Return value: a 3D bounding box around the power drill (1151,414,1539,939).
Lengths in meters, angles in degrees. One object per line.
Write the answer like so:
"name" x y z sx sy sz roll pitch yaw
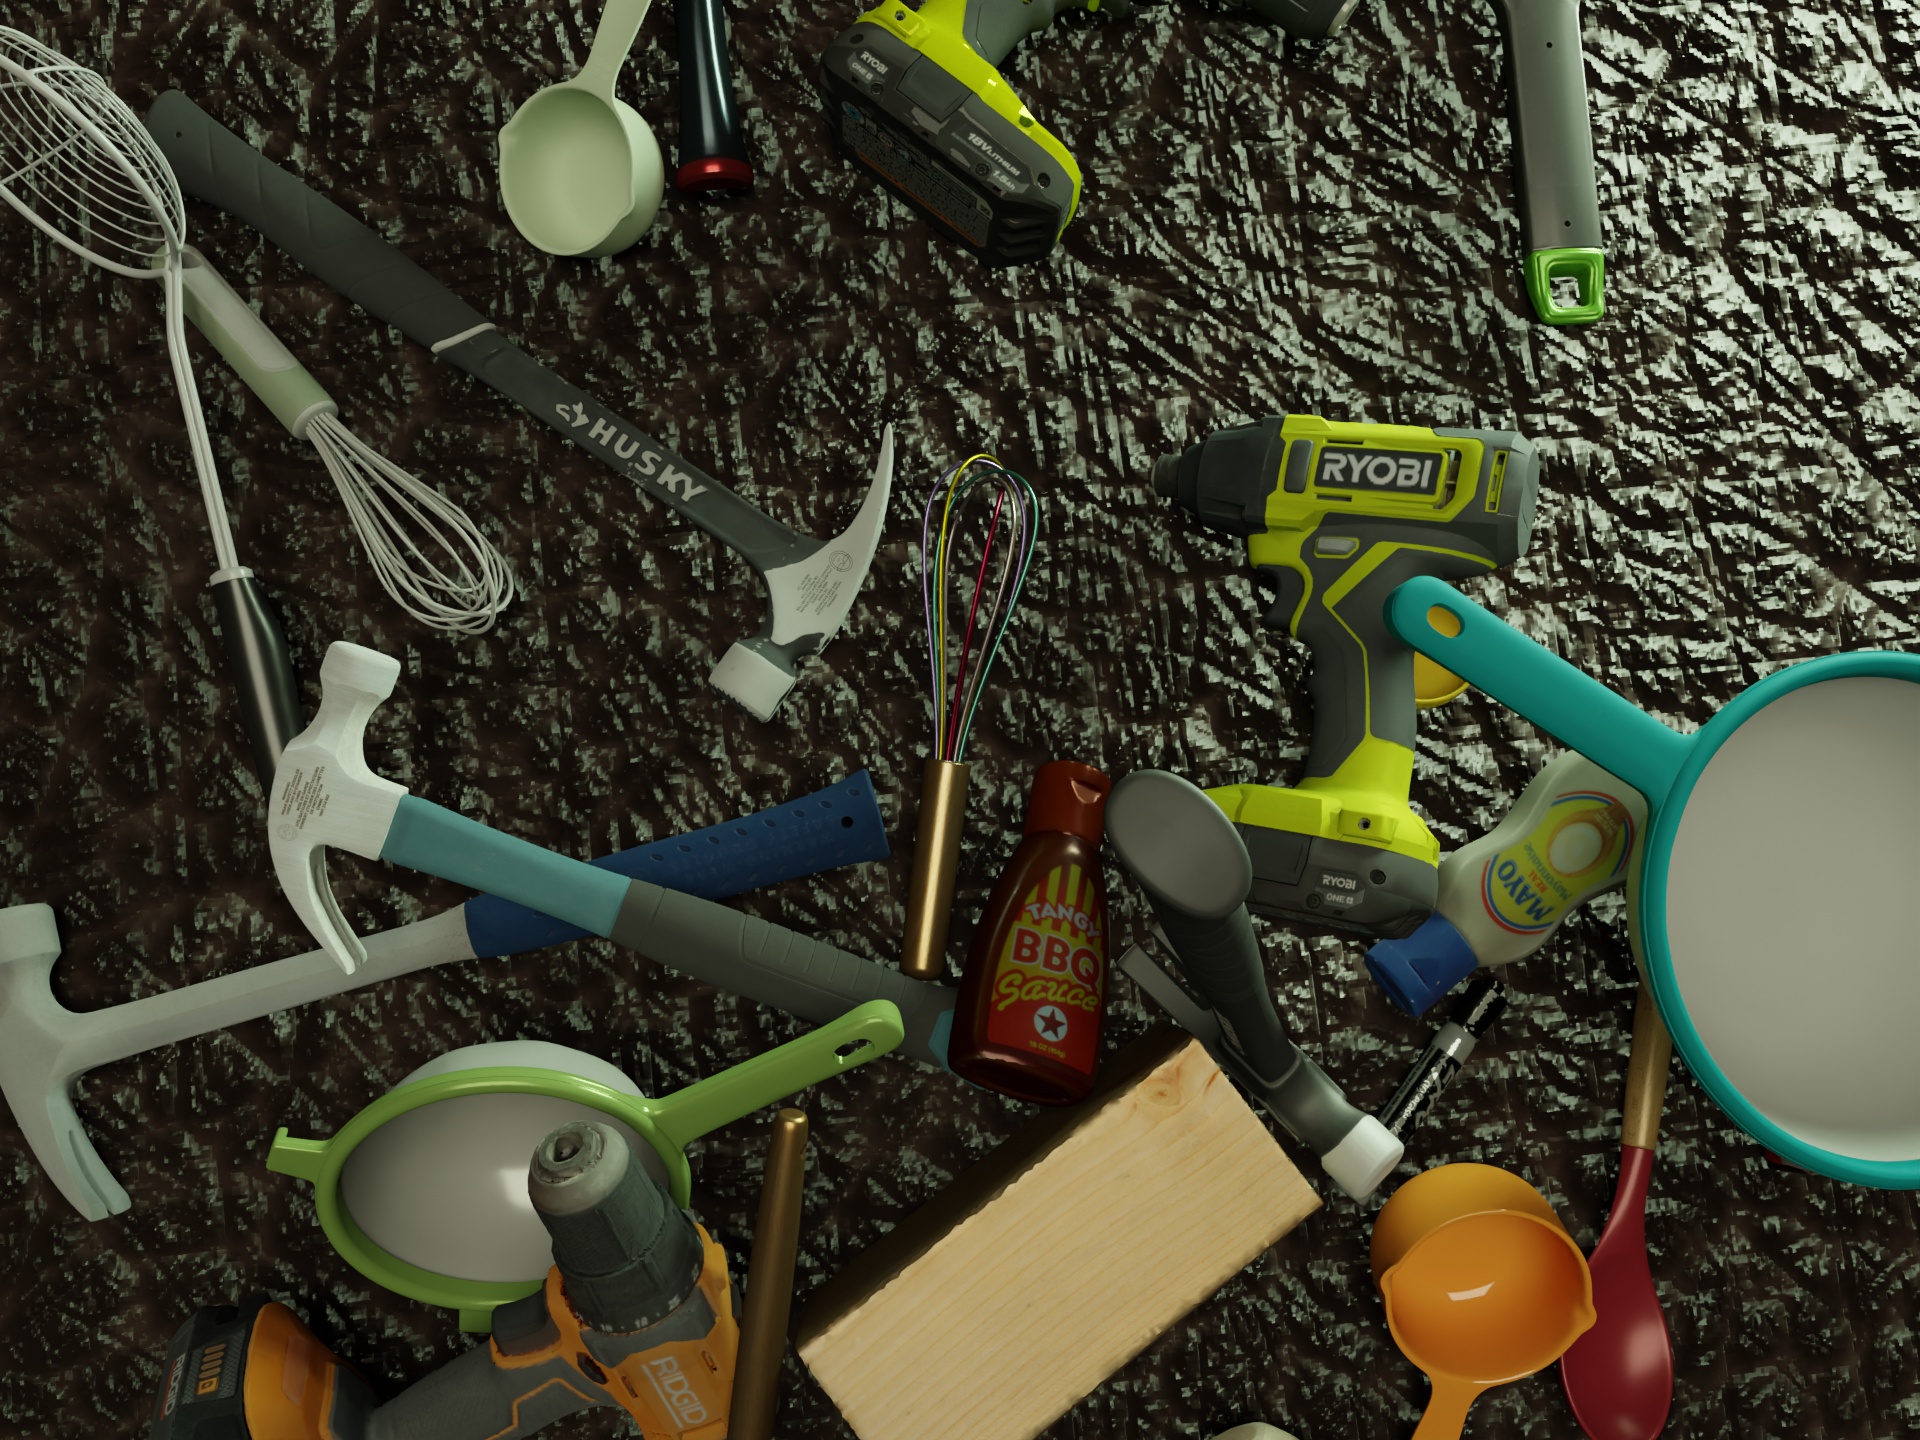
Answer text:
"power drill" 0.151 -0.025 0.712 0.171 0.080 0.223 9 80 26

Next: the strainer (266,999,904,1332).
"strainer" -0.144 0.159 0.675 0.256 0.069 0.151 -25 126 6

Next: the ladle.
"ladle" 0.315 0.170 0.731 0.069 0.031 0.315 16 80 -24

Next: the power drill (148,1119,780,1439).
"power drill" -0.203 0.255 0.643 0.226 0.084 0.185 -17 126 -3

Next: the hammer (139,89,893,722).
"hammer" -0.215 -0.173 0.750 0.409 0.036 0.149 35 83 2

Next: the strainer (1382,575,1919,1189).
"strainer" 0.309 0.046 0.665 0.340 0.095 0.211 33 82 -1

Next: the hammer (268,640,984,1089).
"hammer" -0.134 0.085 0.688 0.331 0.033 0.128 22 90 -8

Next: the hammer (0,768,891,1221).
"hammer" -0.230 0.104 0.719 0.405 0.035 0.144 -16 84 -3

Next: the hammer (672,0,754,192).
"hammer" -0.134 -0.443 0.739 0.038 0.143 0.386 -6 88 -2

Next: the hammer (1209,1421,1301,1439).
"hammer" 0.290 0.407 0.690 0.410 0.038 0.146 20 85 -3

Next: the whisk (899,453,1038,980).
"whisk" 0.001 -0.002 0.737 0.051 0.047 0.245 7 88 11

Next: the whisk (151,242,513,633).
"whisk" -0.295 -0.134 0.739 0.246 0.059 0.058 47 46 7

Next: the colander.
"colander" 0.285 -0.393 0.757 0.204 0.094 0.397 -3 84 -2

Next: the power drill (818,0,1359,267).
"power drill" 0.061 -0.333 0.755 0.190 0.080 0.228 38 81 3

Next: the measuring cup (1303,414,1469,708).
"measuring cup" 0.197 -0.076 0.760 0.062 0.029 0.157 -24 73 5

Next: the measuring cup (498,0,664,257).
"measuring cup" -0.156 -0.294 0.734 0.083 0.038 0.167 32 108 16

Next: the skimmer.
"skimmer" -0.367 -0.118 0.701 0.090 0.127 0.363 -16 94 -37

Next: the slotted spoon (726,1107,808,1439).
"slotted spoon" -0.088 0.306 0.652 0.031 0.070 0.313 11 101 17

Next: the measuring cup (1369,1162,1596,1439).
"measuring cup" 0.216 0.278 0.712 0.095 0.052 0.173 12 108 -3

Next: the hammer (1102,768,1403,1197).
"hammer" 0.096 0.092 0.589 0.035 0.334 0.146 -43 62 -5
